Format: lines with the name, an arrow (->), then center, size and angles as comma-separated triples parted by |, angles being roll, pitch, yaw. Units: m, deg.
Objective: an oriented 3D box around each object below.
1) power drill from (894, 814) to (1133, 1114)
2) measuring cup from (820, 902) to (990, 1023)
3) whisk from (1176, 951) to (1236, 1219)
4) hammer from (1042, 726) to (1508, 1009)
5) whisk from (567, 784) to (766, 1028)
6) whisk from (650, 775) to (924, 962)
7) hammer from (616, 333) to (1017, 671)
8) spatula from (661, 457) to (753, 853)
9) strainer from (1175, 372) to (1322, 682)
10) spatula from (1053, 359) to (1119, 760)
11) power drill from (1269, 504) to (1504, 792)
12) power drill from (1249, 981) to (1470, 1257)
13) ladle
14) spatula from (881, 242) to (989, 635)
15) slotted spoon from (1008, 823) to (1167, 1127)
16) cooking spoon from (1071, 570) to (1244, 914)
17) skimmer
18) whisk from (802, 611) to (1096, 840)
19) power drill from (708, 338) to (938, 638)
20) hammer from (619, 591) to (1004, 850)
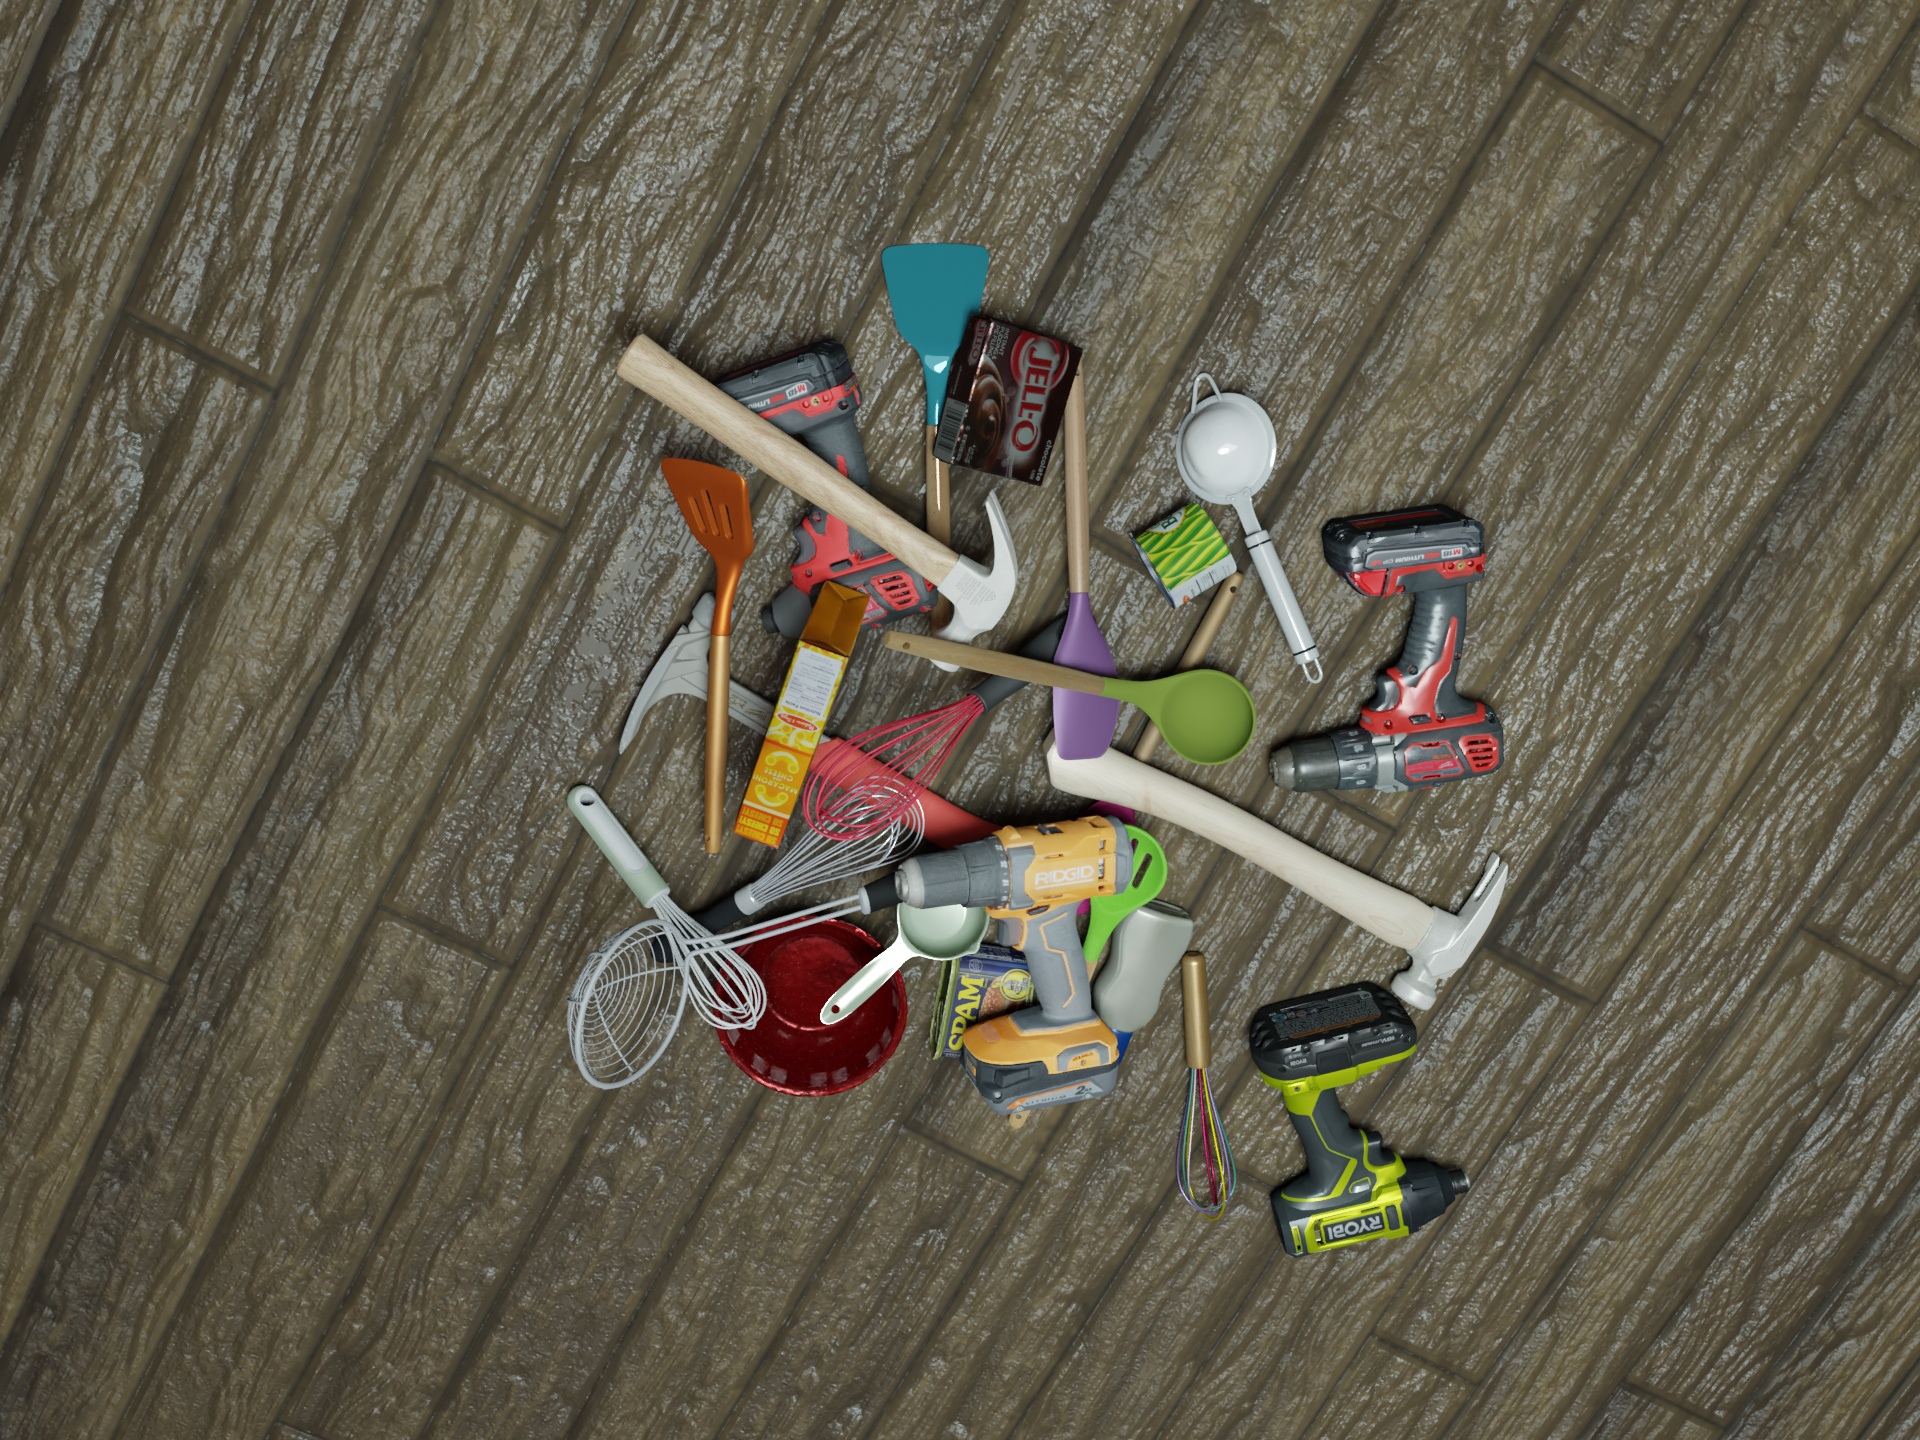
power drill -> 0.041, 0.190, 1.249 | 0.185, 0.084, 0.226 | -6, 108, -18
measuring cup -> -0.050, 0.186, 1.291 | 0.167, 0.038, 0.083 | -41, 92, -8
whisk -> 0.212, 0.320, 1.381 | 0.051, 0.047, 0.245 | -5, 101, 0
hammer -> 0.257, 0.096, 1.318 | 0.410, 0.038, 0.146 | 27, 101, -12
whisk -> -0.239, 0.149, 1.281 | 0.058, 0.059, 0.246 | -33, 78, -33
whisk -> -0.145, 0.131, 1.288 | 0.284, 0.070, 0.070 | -32, 104, 22
hammer -> -0.101, -0.175, 1.161 | 0.331, 0.031, 0.130 | 34, 114, -10
spatula -> -0.193, -0.043, 1.228 | 0.081, 0.041, 0.322 | 16, 113, 28
strainer -> 0.228, -0.148, 1.234 | 0.087, 0.050, 0.258 | -22, 92, 38
spatula -> 0.095, -0.126, 1.251 | 0.059, 0.018, 0.316 | -4, 95, -23
power drill -> 0.337, -0.048, 1.279 | 0.188, 0.080, 0.226 | -8, 107, 0
power drill -> 0.344, 0.349, 1.379 | 0.171, 0.080, 0.223 | -14, 108, 2
ladle -> 0.089, -0.026, 1.214 | 0.320, 0.062, 0.078 | 11, 112, -28
spatula -> -0.017, -0.209, 1.249 | 0.082, 0.044, 0.317 | -2, 109, -3
slotted spoon -> 0.097, 0.218, 1.337 | 0.070, 0.031, 0.313 | 24, 113, 9
cooking spoon -> 0.155, 0.020, 1.315 | 0.068, 0.017, 0.319 | 24, 102, -12
skimmer -> -0.121, 0.172, 1.208 | 0.363, 0.090, 0.127 | -16, 125, -16
whisk -> -0.002, -0.004, 1.229 | 0.296, 0.073, 0.073 | -36, 105, -24
power drill -> -0.116, -0.167, 1.223 | 0.143, 0.079, 0.219 | -16, 109, 14
hammer -> -0.094, 0.048, 1.302 | 0.359, 0.037, 0.149 | 31, 101, -9
